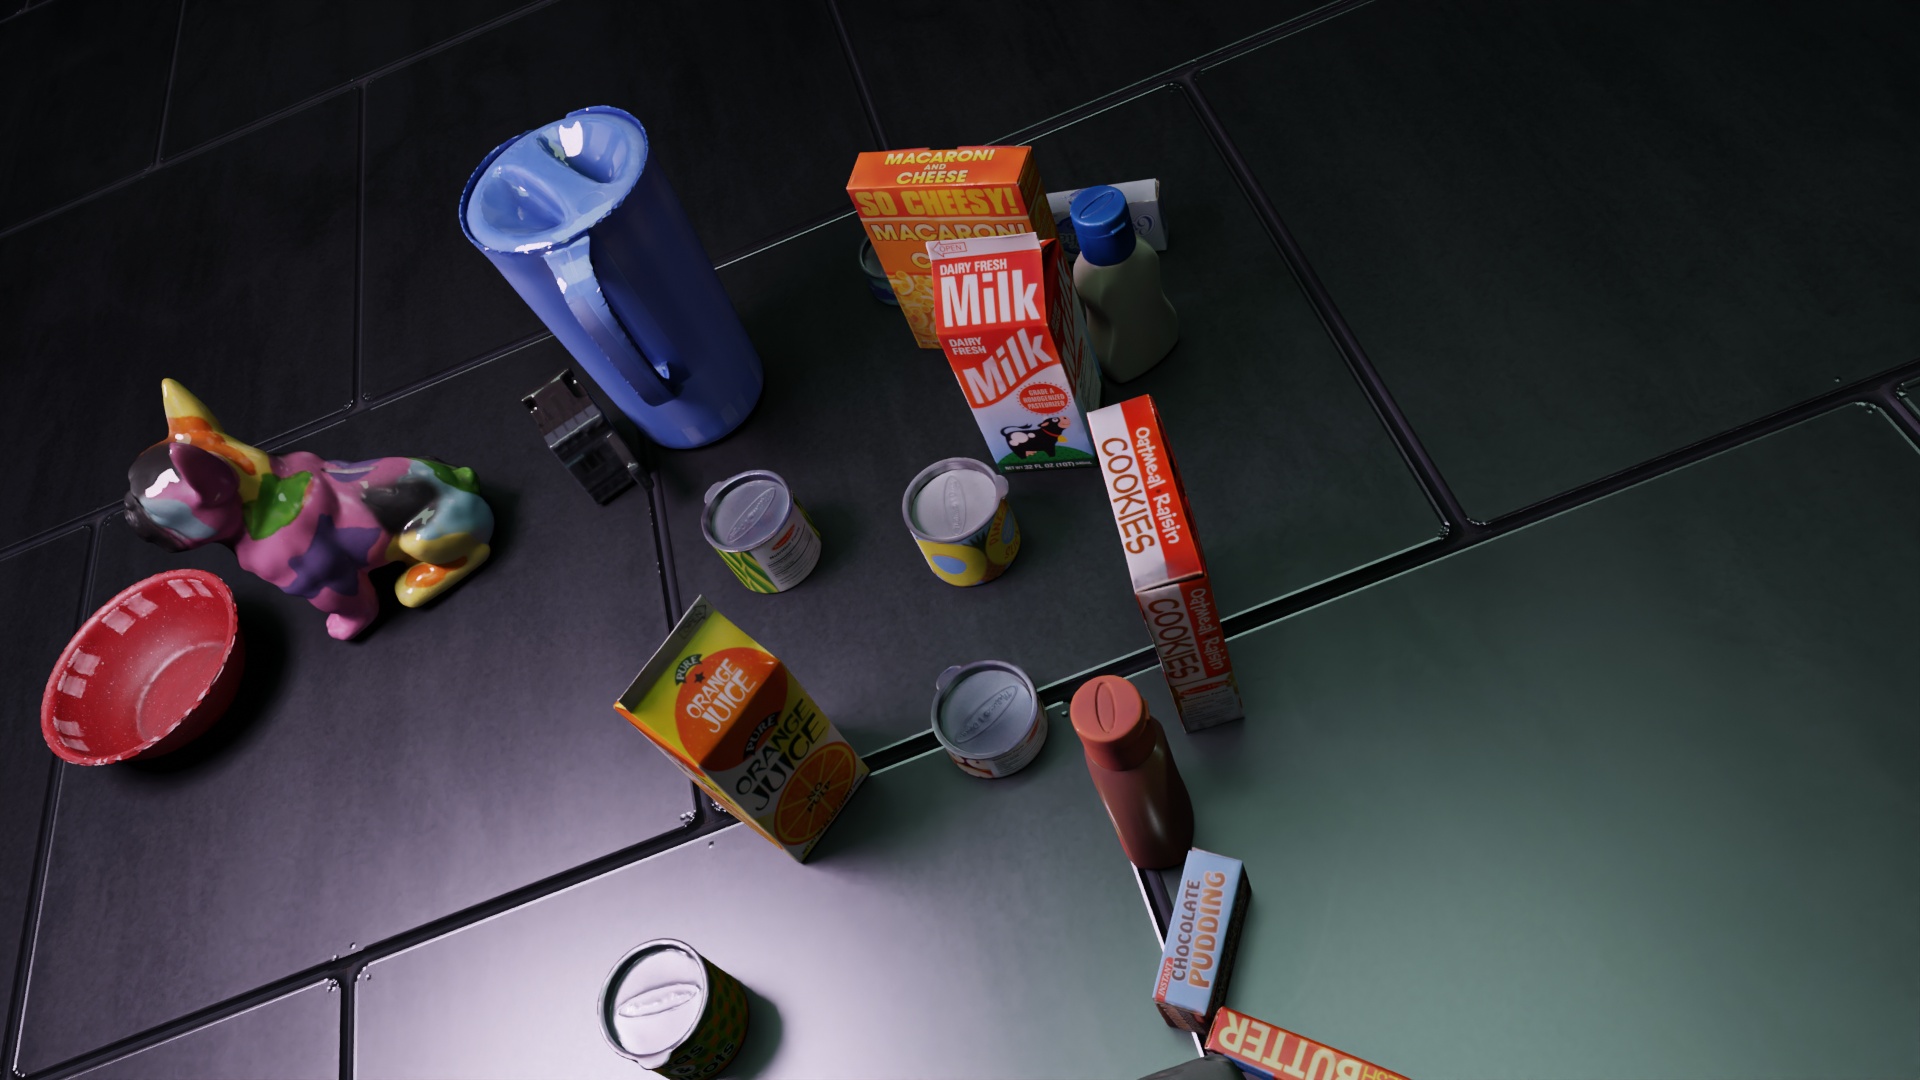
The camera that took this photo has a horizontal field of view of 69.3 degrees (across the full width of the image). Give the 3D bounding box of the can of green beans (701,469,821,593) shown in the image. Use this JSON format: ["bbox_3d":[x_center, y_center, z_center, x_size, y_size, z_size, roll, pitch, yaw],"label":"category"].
[{"bbox_3d":[-0.135,-0.006,0.953,0.071,0.057,0.071,-9,55,13],"label":"can of green beans"}]

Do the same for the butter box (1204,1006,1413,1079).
[{"bbox_3d":[0.173,0.261,0.672,0.103,0.053,0.024,14,63,26],"label":"butter box"}]

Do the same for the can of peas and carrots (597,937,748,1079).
[{"bbox_3d":[-0.159,0.266,0.777,0.071,0.058,0.071,-9,55,13],"label":"can of peas and carrots"}]

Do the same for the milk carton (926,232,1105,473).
[{"bbox_3d":[0.038,-0.128,0.895,0.072,0.189,0.074,-2,57,17],"label":"milk carton"}]

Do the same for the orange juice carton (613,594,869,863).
[{"bbox_3d":[-0.128,0.106,0.791,0.073,0.192,0.072,26,69,31],"label":"orange juice carton"}]

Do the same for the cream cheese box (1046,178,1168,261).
[{"bbox_3d":[0.100,-0.236,1.033,0.104,0.053,0.024,-4,56,16],"label":"cream cheese box"}]

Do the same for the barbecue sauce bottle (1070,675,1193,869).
[{"bbox_3d":[0.092,0.120,0.735,0.043,0.148,0.065,-11,55,12],"label":"barbecue sauce bottle"}]

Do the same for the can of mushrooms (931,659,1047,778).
[{"bbox_3d":[0.017,0.107,0.841,0.071,0.033,0.071,-9,55,13],"label":"can of mushrooms"}]

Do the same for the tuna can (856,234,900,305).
[{"bbox_3d":[-0.042,-0.216,1.081,0.071,0.032,0.071,-9,55,13],"label":"tuna can"}]

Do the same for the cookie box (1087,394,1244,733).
[{"bbox_3d":[0.118,0.016,0.785,0.040,0.166,0.123,-17,54,8],"label":"cookie box"}]

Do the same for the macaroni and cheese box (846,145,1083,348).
[{"bbox_3d":[0.007,-0.200,0.970,0.124,0.165,0.040,4,59,21],"label":"macaroni and cheese box"}]

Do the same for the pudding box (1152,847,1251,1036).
[{"bbox_3d":[0.127,0.209,0.724,0.030,0.049,0.084,8,60,23],"label":"pudding box"}]

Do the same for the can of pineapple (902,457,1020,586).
[{"bbox_3d":[0.003,-0.011,0.910,0.071,0.057,0.071,-9,55,13],"label":"can of pineapple"}]

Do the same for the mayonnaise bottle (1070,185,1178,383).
[{"bbox_3d":[0.106,-0.172,0.928,0.065,0.147,0.041,-38,54,-8],"label":"mayonnaise bottle"}]
